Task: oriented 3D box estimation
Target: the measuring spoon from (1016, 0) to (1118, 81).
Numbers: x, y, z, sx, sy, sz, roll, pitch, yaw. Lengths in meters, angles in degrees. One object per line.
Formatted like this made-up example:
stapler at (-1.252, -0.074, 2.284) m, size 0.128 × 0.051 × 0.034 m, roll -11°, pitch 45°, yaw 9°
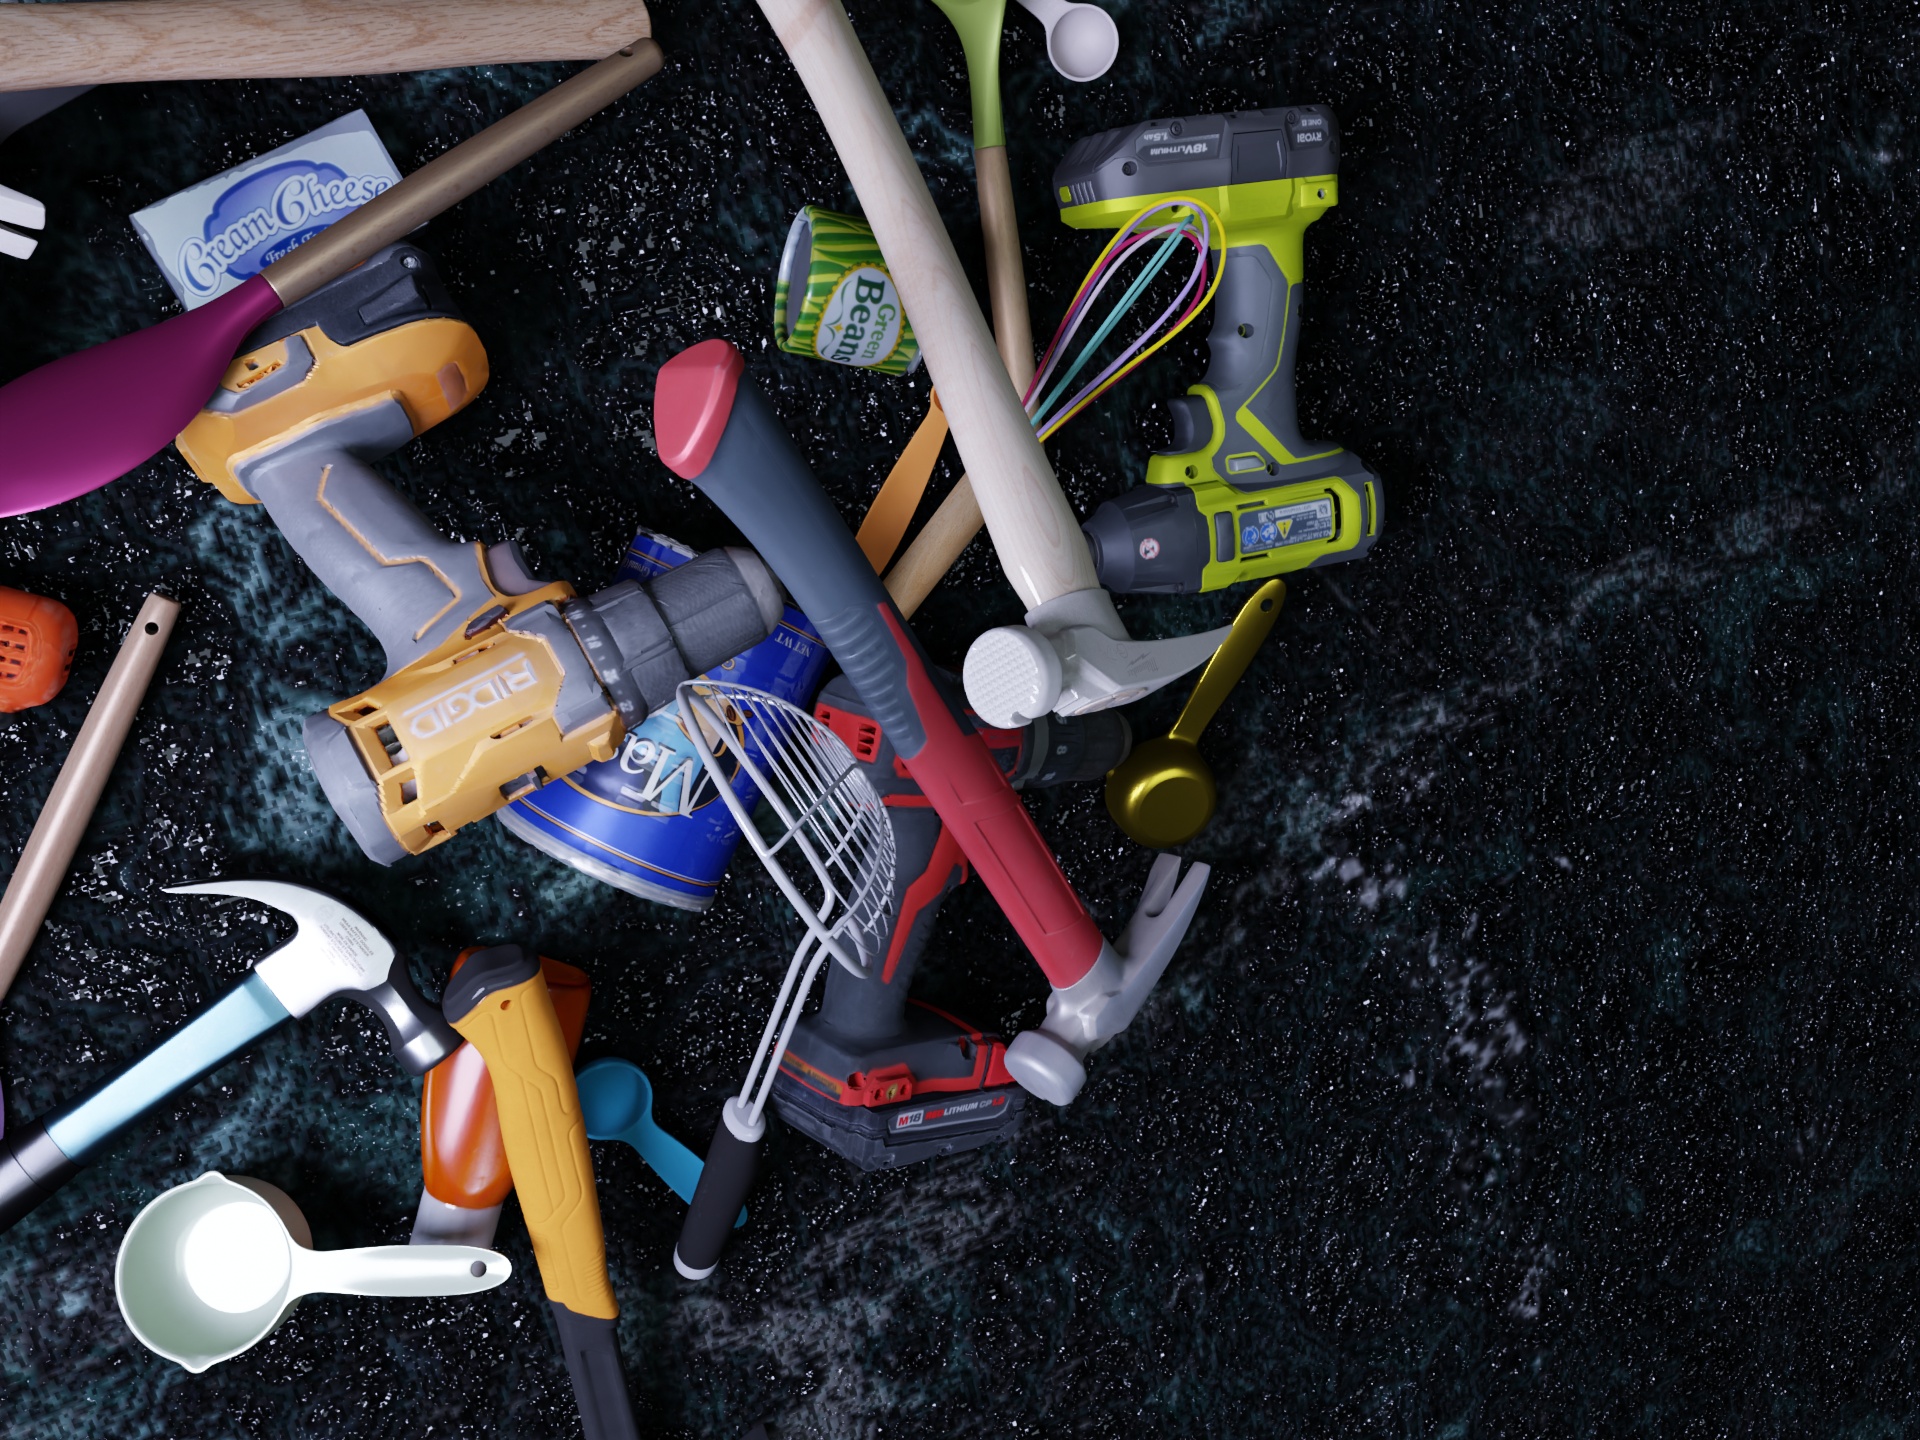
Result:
measuring spoon at (0.025, -0.353, 0.752) m, size 0.124 × 0.018 × 0.034 m, roll 41°, pitch 101°, yaw -15°

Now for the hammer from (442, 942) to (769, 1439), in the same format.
hammer at (-0.169, 0.248, 0.729) m, size 0.127 × 0.034 × 0.336 m, roll -14°, pitch 116°, yaw -17°

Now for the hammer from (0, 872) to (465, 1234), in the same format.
hammer at (-0.380, 0.183, 0.655) m, size 0.331 × 0.033 × 0.128 m, roll -36°, pitch 97°, yaw -11°

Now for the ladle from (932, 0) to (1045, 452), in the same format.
ladle at (0.009, -0.238, 0.742) m, size 0.062 × 0.078 × 0.320 m, roll -23°, pitch 113°, yaw -39°

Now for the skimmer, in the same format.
skimmer at (-0.104, 0.137, 0.669) m, size 0.090 × 0.127 × 0.363 m, roll -6°, pitch 135°, yaw -32°

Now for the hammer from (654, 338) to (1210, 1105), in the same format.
hammer at (-0.001, -0.002, 0.667) m, size 0.143 × 0.038 × 0.385 m, roll -52°, pitch 130°, yaw -26°

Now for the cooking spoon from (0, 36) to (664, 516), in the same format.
cooking spoon at (-0.240, -0.178, 0.605) m, size 0.319 × 0.017 × 0.069 m, roll -40°, pitch 66°, yaw -18°

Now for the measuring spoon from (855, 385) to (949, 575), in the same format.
measuring spoon at (-0.028, -0.114, 0.774) m, size 0.021 × 0.011 × 0.117 m, roll 26°, pitch 93°, yaw -22°

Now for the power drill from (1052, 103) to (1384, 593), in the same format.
power drill at (0.119, -0.176, 0.782) m, size 0.171 × 0.080 × 0.223 m, roll -12°, pitch 106°, yaw -18°

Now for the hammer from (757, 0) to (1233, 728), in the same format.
hammer at (-0.012, -0.195, 0.667) m, size 0.146 × 0.038 × 0.411 m, roll -13°, pitch 76°, yaw -49°

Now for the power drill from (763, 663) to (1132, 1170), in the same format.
power drill at (0.000, 0.085, 0.767) m, size 0.187 × 0.080 × 0.226 m, roll 2°, pitch 100°, yaw -45°

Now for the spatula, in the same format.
spatula at (-0.396, 0.092, 0.667) m, size 0.059 × 0.018 × 0.316 m, roll 24°, pitch 91°, yaw -27°

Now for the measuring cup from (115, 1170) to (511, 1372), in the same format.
measuring cup at (-0.278, 0.238, 0.698) m, size 0.167 × 0.038 × 0.083 m, roll 1°, pitch 81°, yaw -2°

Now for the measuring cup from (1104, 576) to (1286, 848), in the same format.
measuring cup at (0.128, -0.001, 0.812) m, size 0.062 × 0.029 × 0.156 m, roll 19°, pitch 111°, yaw -23°

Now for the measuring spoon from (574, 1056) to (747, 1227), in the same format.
measuring spoon at (-0.147, 0.207, 0.781) m, size 0.042 × 0.021 × 0.128 m, roll -38°, pitch 119°, yaw -3°

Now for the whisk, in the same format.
whisk at (0.035, -0.134, 0.730) m, size 0.047 × 0.051 × 0.245 m, roll 35°, pitch 111°, yaw -12°

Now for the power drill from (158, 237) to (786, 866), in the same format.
power drill at (-0.193, -0.079, 0.626) m, size 0.185 × 0.084 × 0.226 m, roll -28°, pitch 75°, yaw -14°

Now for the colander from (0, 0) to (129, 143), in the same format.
colander at (-0.379, -0.178, 0.588) m, size 0.397 × 0.205 × 0.094 m, roll -46°, pitch 154°, yaw -25°

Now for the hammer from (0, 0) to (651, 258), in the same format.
hammer at (-0.253, -0.249, 0.582) m, size 0.331 × 0.031 × 0.130 m, roll -25°, pitch 90°, yaw -41°
